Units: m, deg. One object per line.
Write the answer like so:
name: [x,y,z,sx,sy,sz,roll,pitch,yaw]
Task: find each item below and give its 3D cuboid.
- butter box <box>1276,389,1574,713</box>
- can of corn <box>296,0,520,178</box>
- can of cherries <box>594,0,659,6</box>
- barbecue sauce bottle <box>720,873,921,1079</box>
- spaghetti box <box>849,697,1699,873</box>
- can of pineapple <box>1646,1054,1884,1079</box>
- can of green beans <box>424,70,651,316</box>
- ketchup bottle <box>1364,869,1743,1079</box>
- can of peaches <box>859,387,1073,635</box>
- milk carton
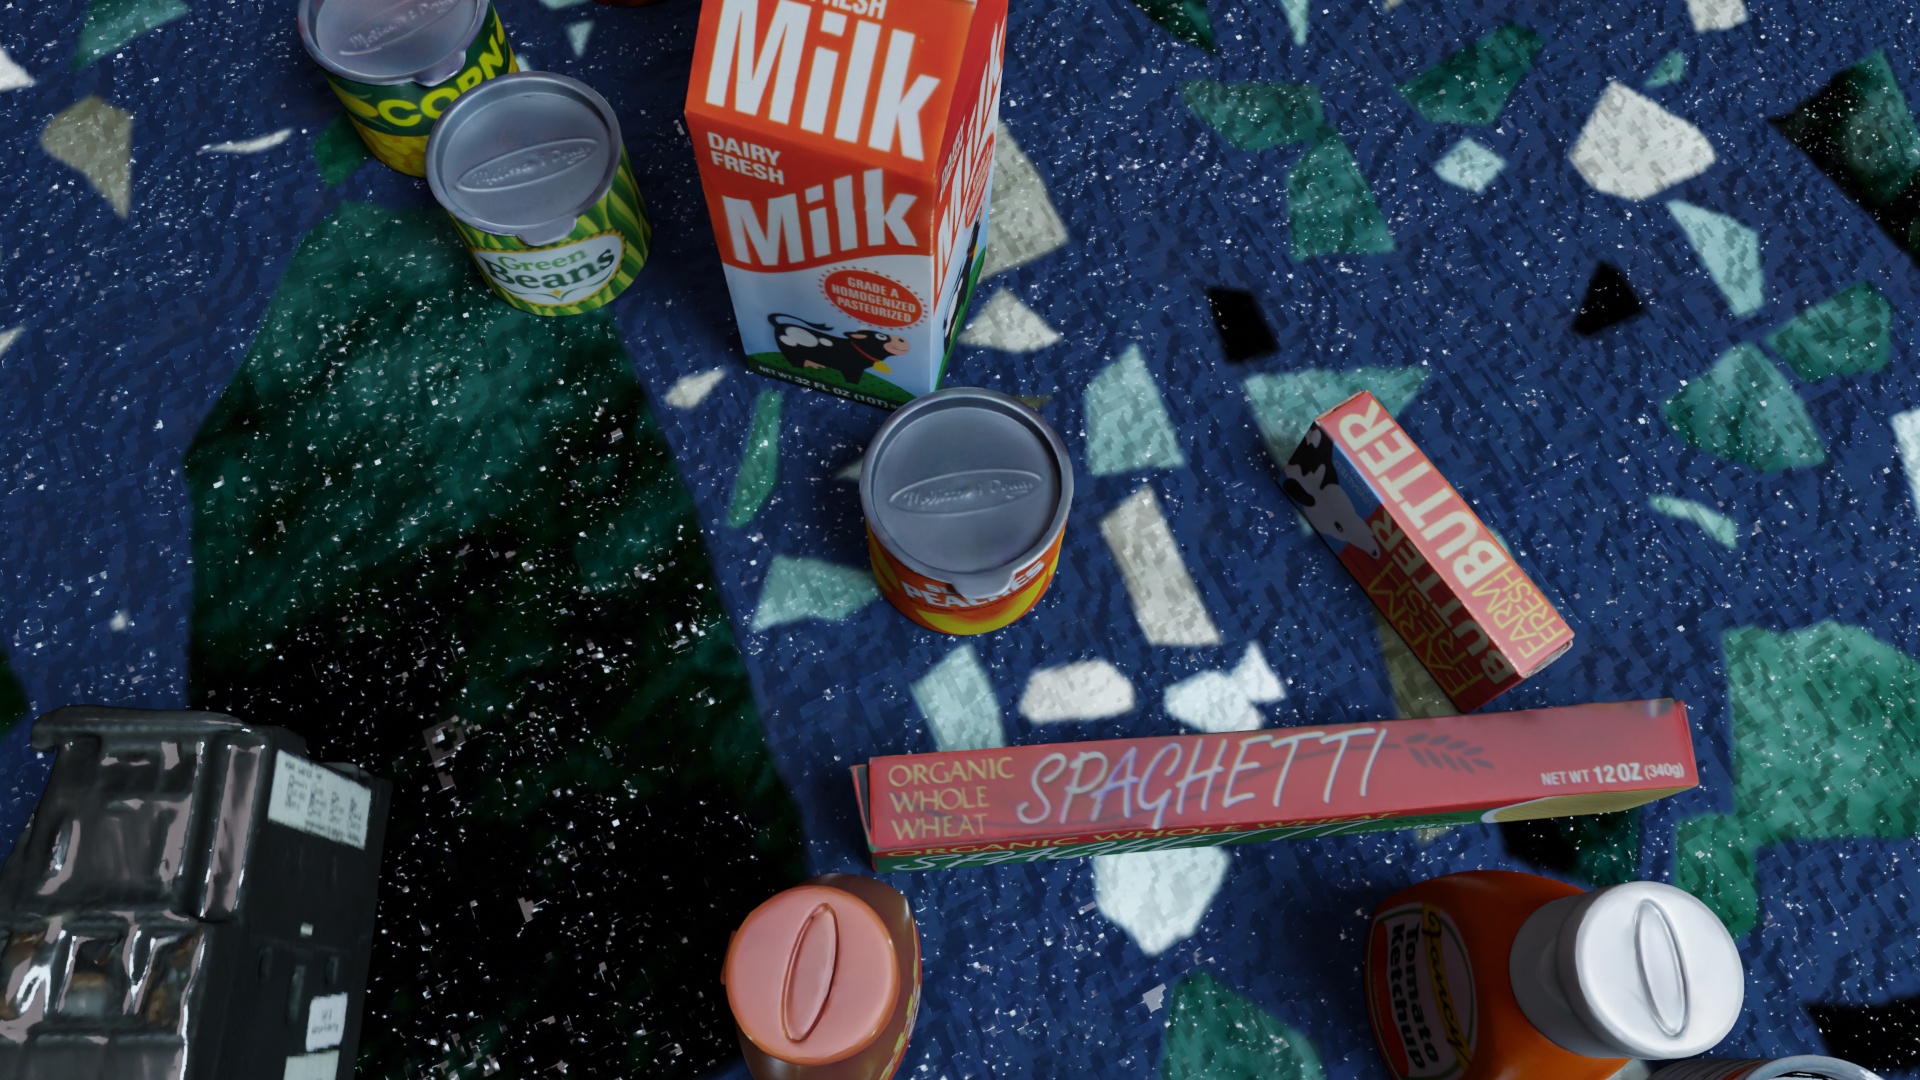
butter box: [0.150,0.004,0.455,0.024,0.053,0.103,-31,73,-12]
can of corn: [-0.199,-0.176,0.515,0.071,0.058,0.071,0,69,-1]
can of cherries: [-0.136,-0.254,0.546,0.071,0.058,0.072,0,69,-1]
barbecue sauce bottle: [-0.033,0.115,0.357,0.044,0.148,0.065,12,70,3]
spaghetti box: [0.093,0.076,0.428,0.250,0.050,0.029,-4,69,-3]
can of pineapple: [0.228,0.180,0.386,0.071,0.057,0.071,0,69,-1]
can of green beans: [-0.148,-0.122,0.495,0.071,0.057,0.071,0,69,-1]
ketchup bottle: [0.147,0.115,0.361,0.043,0.148,0.065,-2,69,-2]
can of peaches: [0.002,-0.006,0.453,0.071,0.058,0.071,0,69,-1]
milk carton: [-0.031,-0.116,0.425,0.072,0.190,0.074,16,70,5]
